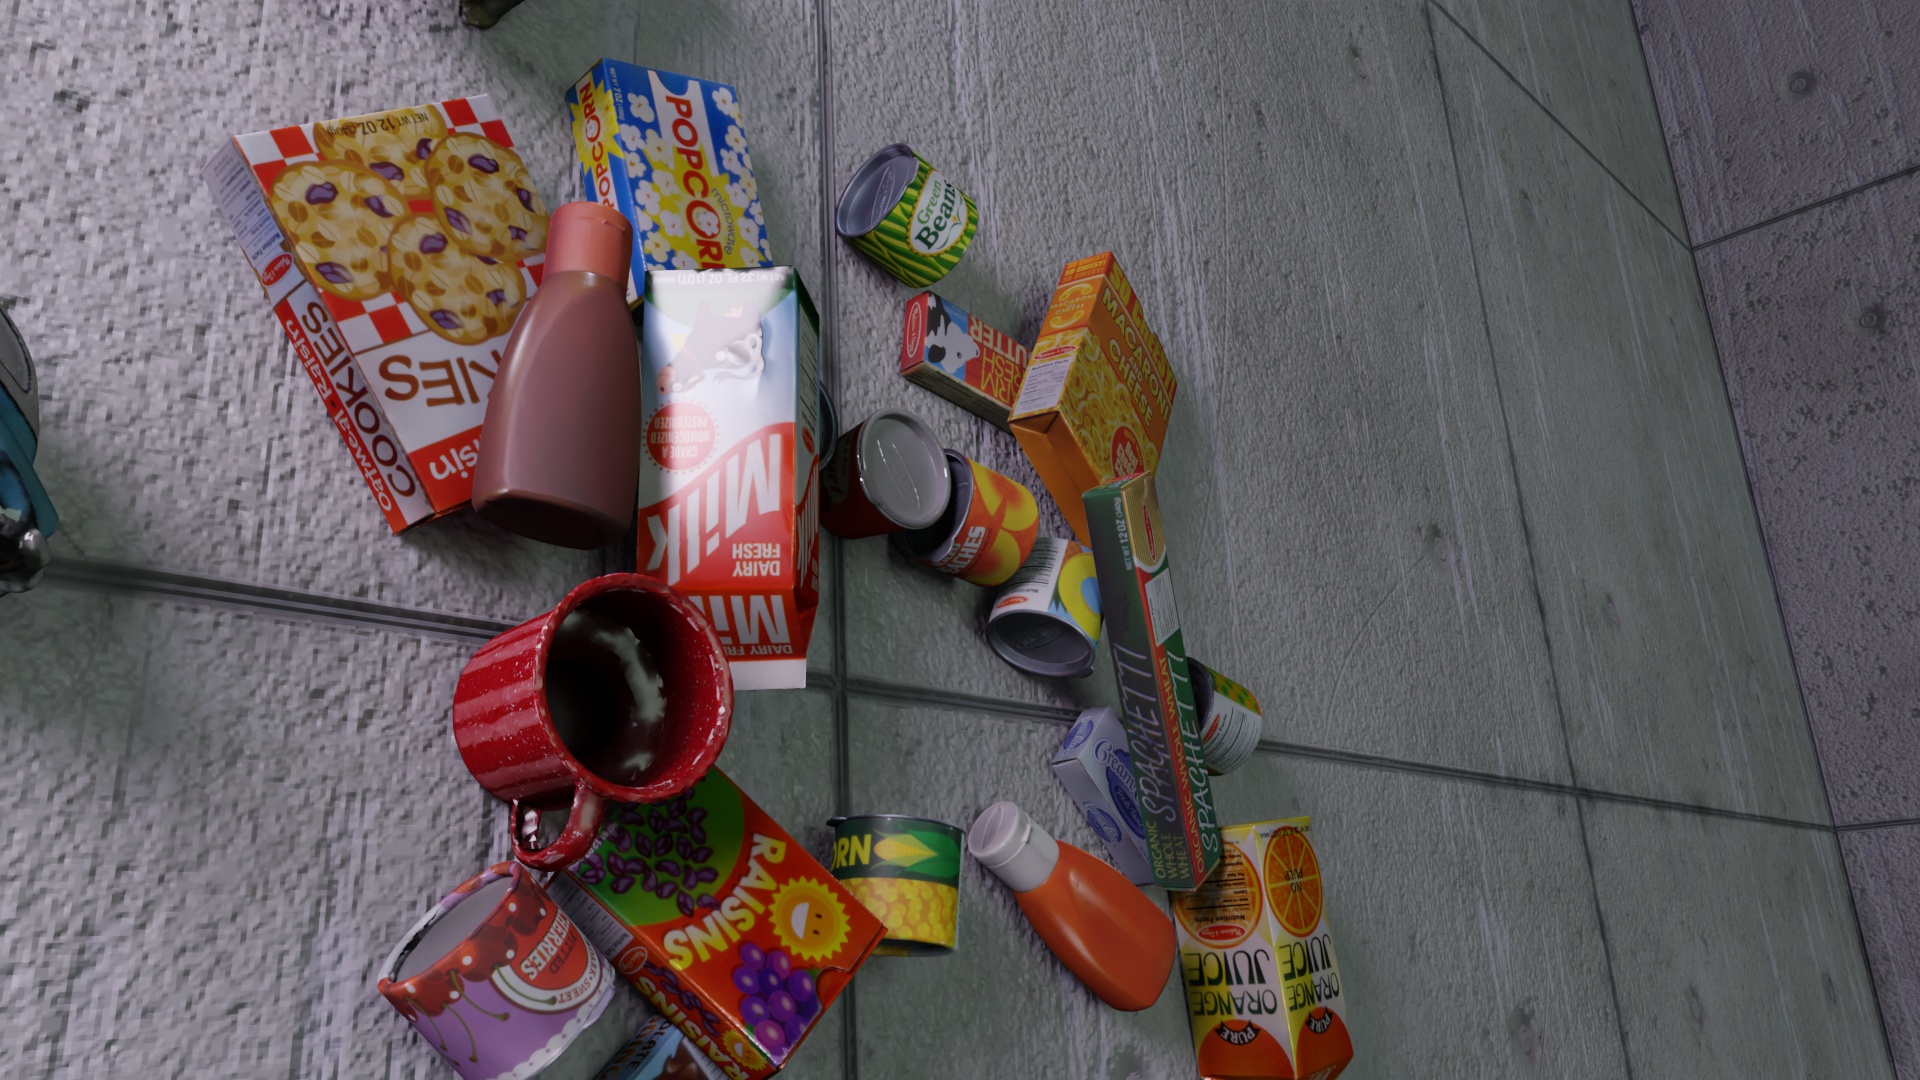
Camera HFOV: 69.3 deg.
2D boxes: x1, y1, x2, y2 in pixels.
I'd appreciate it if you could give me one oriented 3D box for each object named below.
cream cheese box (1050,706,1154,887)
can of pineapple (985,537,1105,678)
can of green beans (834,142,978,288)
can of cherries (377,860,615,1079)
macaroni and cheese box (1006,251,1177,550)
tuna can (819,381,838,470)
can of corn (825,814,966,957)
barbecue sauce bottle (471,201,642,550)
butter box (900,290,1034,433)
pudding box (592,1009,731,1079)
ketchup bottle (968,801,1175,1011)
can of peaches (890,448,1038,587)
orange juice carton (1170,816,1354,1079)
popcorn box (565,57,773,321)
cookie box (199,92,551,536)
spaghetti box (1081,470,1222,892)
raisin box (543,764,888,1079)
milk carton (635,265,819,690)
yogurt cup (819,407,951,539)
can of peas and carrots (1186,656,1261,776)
[{"bbox_3d":[0.100,0.159,0.866,0.103,0.024,0.054,56,41,-16],"label":"cream cheese box"},{"bbox_3d":[0.055,0.041,0.831,0.071,0.071,0.058,43,48,-29],"label":"can of pineapple"},{"bbox_3d":[-0.032,-0.192,0.827,0.058,0.071,0.071,32,54,-36],"label":"can of green beans"},{"bbox_3d":[-0.174,0.164,0.528,0.058,0.071,0.072,56,43,-16],"label":"can of cherries"},{"bbox_3d":[0.094,-0.093,0.922,0.123,0.040,0.167,56,38,-35],"label":"macaroni and cheese box"},{"bbox_3d":[-0.099,-0.059,0.727,0.071,0.032,0.071,20,61,-42],"label":"tuna can"},{"bbox_3d":[-0.034,0.171,0.684,0.071,0.071,0.058,25,58,-40],"label":"can of corn"},{"bbox_3d":[-0.164,-0.074,0.590,0.065,0.043,0.149,24,57,-42],"label":"barbecue sauce bottle"},{"bbox_3d":[0.007,-0.110,0.870,0.103,0.024,0.053,24,59,-40],"label":"butter box"},{"bbox_3d":[-0.118,0.228,0.596,0.084,0.030,0.049,-44,109,-47],"label":"pudding box"},{"bbox_3d":[0.064,0.205,0.794,0.148,0.043,0.065,46,45,-25],"label":"ketchup bottle"},{"bbox_3d":[0.003,-0.010,0.793,0.058,0.071,0.071,24,58,-41],"label":"can of peaches"},{"bbox_3d":[0.192,0.278,0.882,0.072,0.073,0.193,6,71,-47],"label":"orange juice carton"},{"bbox_3d":[-0.147,-0.176,0.717,0.085,0.038,0.127,-5,79,-47],"label":"popcorn box"},{"bbox_3d":[-0.223,-0.101,0.602,0.123,0.040,0.167,-34,101,-48],"label":"cookie box"},{"bbox_3d":[0.116,0.085,0.831,0.050,0.028,0.249,-25,106,-58],"label":"spaghetti box"},{"bbox_3d":[-0.104,0.160,0.599,0.123,0.040,0.086,43,42,1],"label":"raisin box"},{"bbox_3d":[-0.106,-0.025,0.647,0.073,0.072,0.191,73,15,-80],"label":"milk carton"},{"bbox_3d":[-0.047,-0.033,0.758,0.072,0.054,0.072,20,61,-42],"label":"yogurt cup"},{"bbox_3d":[0.153,0.115,0.913,0.058,0.070,0.071,29,55,-38],"label":"can of peas and carrots"}]
